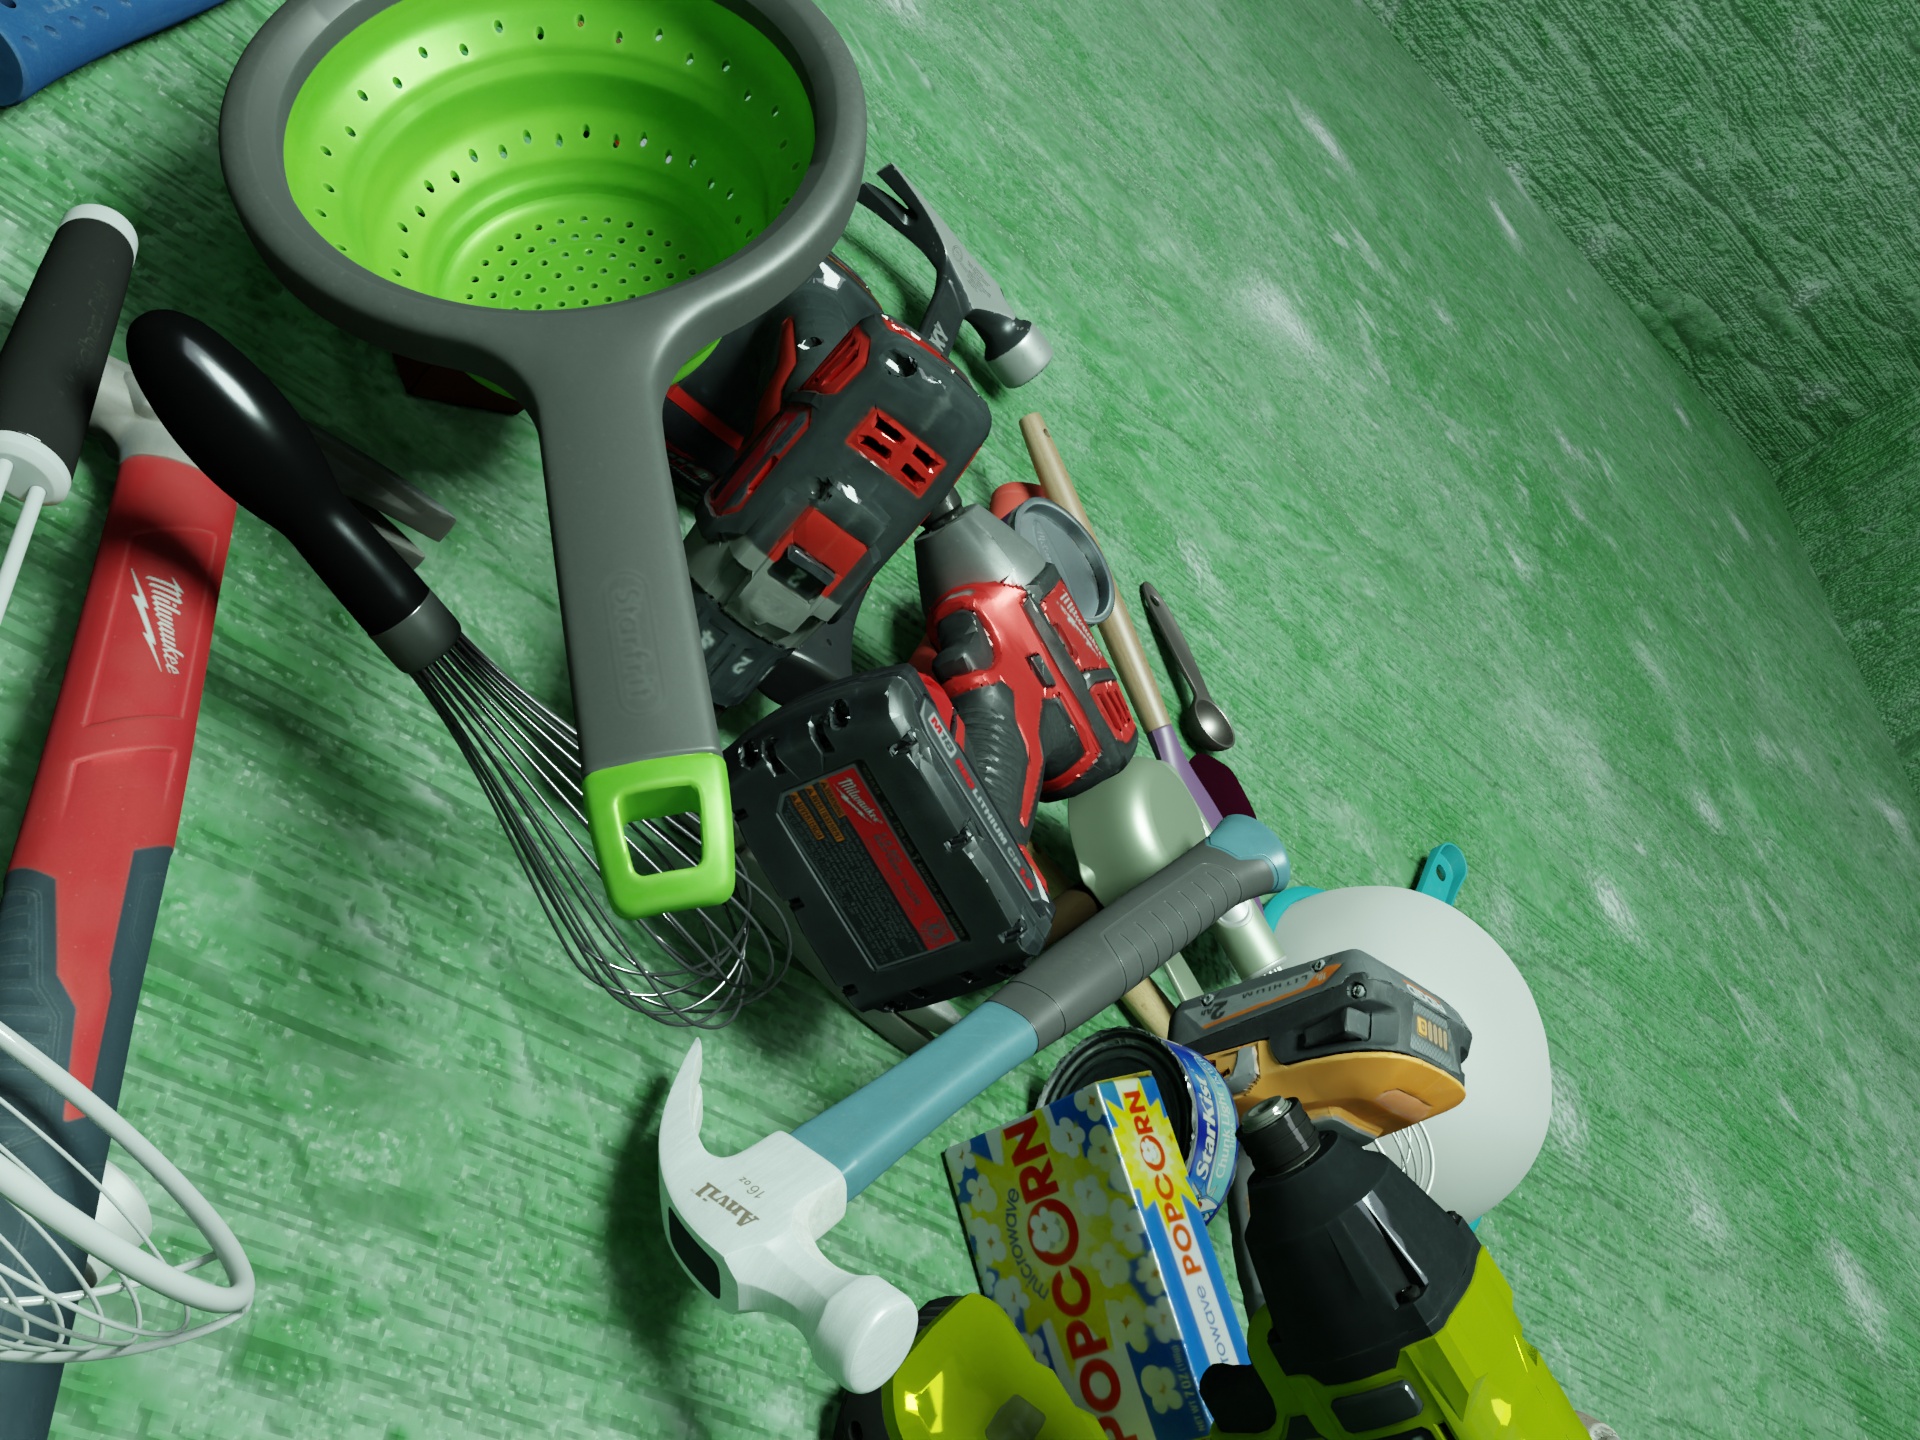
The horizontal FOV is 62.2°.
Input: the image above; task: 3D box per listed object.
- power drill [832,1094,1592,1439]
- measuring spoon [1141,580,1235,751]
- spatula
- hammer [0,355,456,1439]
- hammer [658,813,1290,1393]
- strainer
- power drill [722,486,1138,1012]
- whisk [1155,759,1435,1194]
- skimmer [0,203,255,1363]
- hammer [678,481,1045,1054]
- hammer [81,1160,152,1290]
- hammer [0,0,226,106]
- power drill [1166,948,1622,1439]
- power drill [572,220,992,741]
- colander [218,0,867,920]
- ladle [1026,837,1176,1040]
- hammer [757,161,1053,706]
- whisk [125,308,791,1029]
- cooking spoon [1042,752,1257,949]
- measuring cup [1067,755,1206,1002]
[{"bbox_3d":[0.072,0.219,0.486,0.171,0.223,0.080,59,34,4],"label":"power drill"},{"bbox_3d":[0.129,-0.031,0.946,0.034,0.018,0.124,14,46,-44],"label":"measuring spoon"},{"bbox_3d":[0.095,-0.019,0.834,0.059,0.018,0.316,-9,74,-56],"label":"spatula"},{"bbox_3d":[-0.208,0.043,0.410,0.143,0.038,0.387,27,35,-37],"label":"hammer"},{"bbox_3d":[0.027,0.108,0.586,0.128,0.033,0.331,22,32,34],"label":"hammer"},{"bbox_3d":[0.282,0.145,0.912,0.211,0.095,0.340,53,36,-5],"label":"strainer"},{"bbox_3d":[-0.001,-0.002,0.610,0.143,0.078,0.220,60,27,-14],"label":"power drill"},{"bbox_3d":[0.150,0.126,0.762,0.246,0.058,0.059,61,-5,13],"label":"whisk"},{"bbox_3d":[-0.203,-0.030,0.368,0.127,0.090,0.364,65,7,-47],"label":"skimmer"},{"bbox_3d":[-0.003,-0.013,0.749,0.149,0.036,0.359,47,36,-13],"label":"hammer"},{"bbox_3d":[-0.333,0.037,0.313,0.334,0.035,0.146,50,34,-9],"label":"hammer"},{"bbox_3d":[-0.278,-0.340,0.683,0.144,0.035,0.406,43,37,-18],"label":"hammer"},{"bbox_3d":[0.156,0.207,0.610,0.084,0.185,0.226,31,49,-31],"label":"power drill"},{"bbox_3d":[-0.086,-0.092,0.611,0.080,0.188,0.227,34,16,-29],"label":"power drill"},{"bbox_3d":[-0.117,-0.107,0.512,0.204,0.094,0.397,-9,62,-10],"label":"colander"},{"bbox_3d":[0.121,0.174,0.757,0.315,0.031,0.069,51,28,-4],"label":"ladle"},{"bbox_3d":[-0.033,-0.141,0.768,0.149,0.036,0.409,48,32,-24],"label":"hammer"},{"bbox_3d":[-0.146,-0.003,0.485,0.284,0.070,0.070,55,31,-29],"label":"whisk"},{"bbox_3d":[0.091,0.069,0.789,0.319,0.017,0.069,-19,81,-61],"label":"cooking spoon"},{"bbox_3d":[0.106,0.093,0.734,0.167,0.038,0.083,63,30,-3],"label":"measuring cup"}]
